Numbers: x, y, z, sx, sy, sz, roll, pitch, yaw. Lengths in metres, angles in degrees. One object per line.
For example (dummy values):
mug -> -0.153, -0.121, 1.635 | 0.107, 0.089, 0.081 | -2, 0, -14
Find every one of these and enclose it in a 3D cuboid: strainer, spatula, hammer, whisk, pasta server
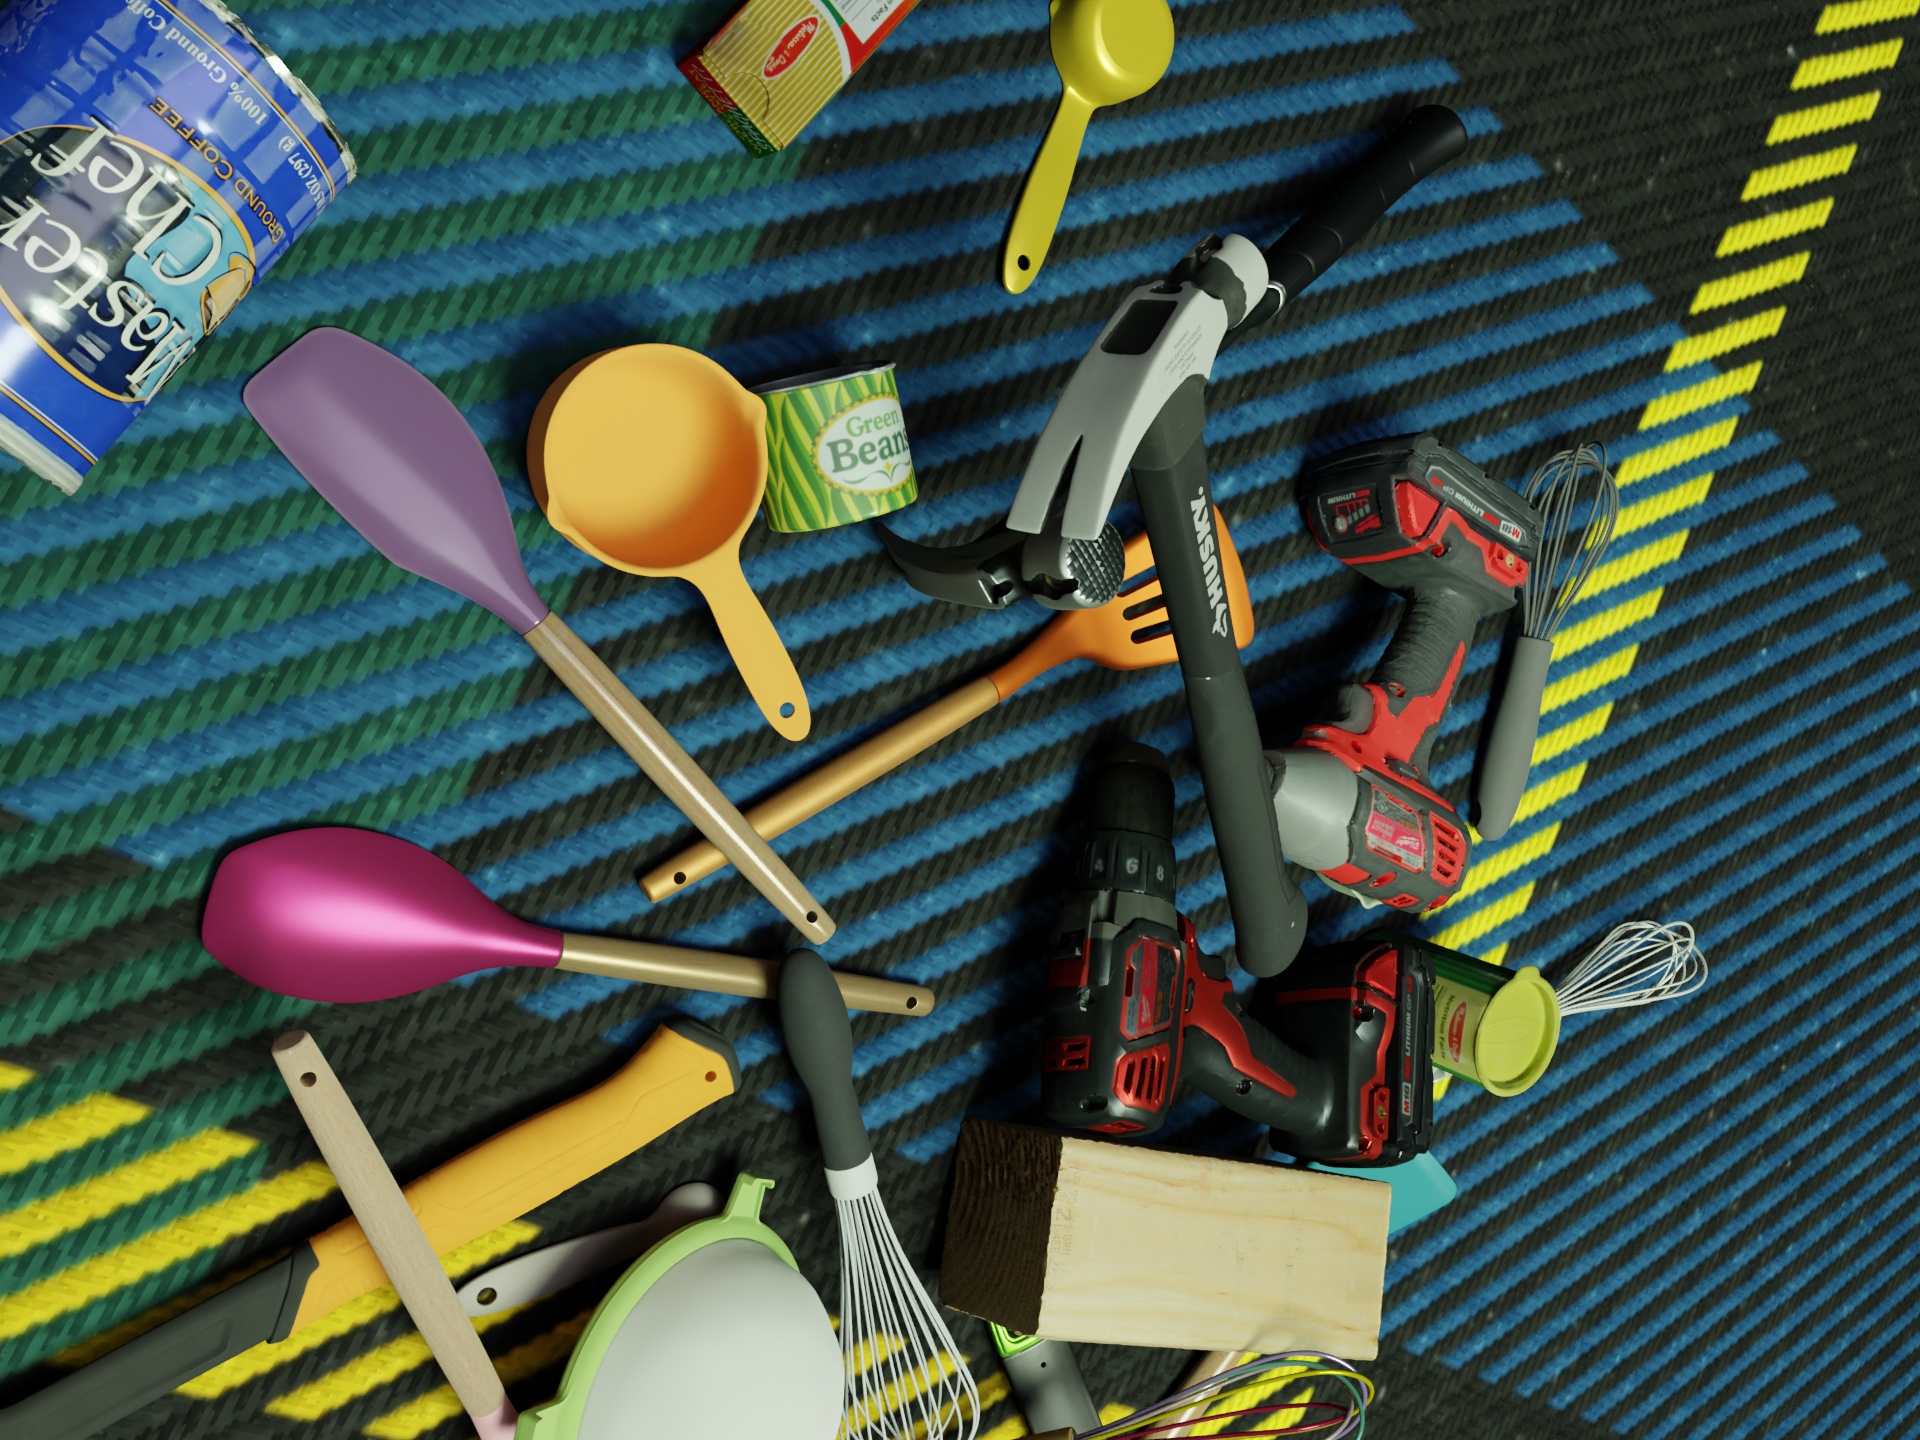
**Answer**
strainer -> -0.084, 0.338, 0.695 | 0.151, 0.069, 0.256 | -43, 128, -42
spatula -> -0.001, -0.002, 0.727 | 0.322, 0.041, 0.081 | -31, 113, -23
hammer -> 0.121, -0.181, 0.740 | 0.409, 0.149, 0.036 | -46, 119, -28
spatula -> 0.149, 0.353, 0.876 | 0.082, 0.044, 0.317 | 45, 75, -13
whisk -> -0.044, 0.233, 0.723 | 0.070, 0.070, 0.284 | -20, 107, -28
pasta server -> -0.197, 0.242, 0.617 | 0.060, 0.040, 0.316 | -30, 121, -27
whisk -> 0.368, 0.176, 0.982 | 0.246, 0.059, 0.057 | -17, 134, -24
spatula -> -0.150, -0.022, 0.633 | 0.060, 0.018, 0.315 | -46, 112, -18
whisk -> 0.078, 0.348, 0.760 | 0.047, 0.245, 0.051 | 49, 26, -64
hammer -> 0.101, -0.011, 0.645 | 0.146, 0.035, 0.334 | -51, 139, -33
hammer -> -0.235, 0.217, 0.623 | 0.337, 0.034, 0.127 | -26, 110, -26
whisk -> 0.336, -0.045, 0.925 | 0.055, 0.055, 0.239 | 7, 98, -32

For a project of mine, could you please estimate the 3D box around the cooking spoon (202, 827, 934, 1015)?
cooking spoon -> -0.145, 0.099, 0.667 | 0.318, 0.017, 0.069 | 14, 91, -33

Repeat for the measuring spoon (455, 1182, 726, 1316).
measuring spoon -> -0.155, 0.232, 0.683 | 0.124, 0.018, 0.034 | -12, 105, -30

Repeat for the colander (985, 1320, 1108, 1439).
colander -> 0.103, 0.466, 0.808 | 0.204, 0.094, 0.397 | -24, 102, -15

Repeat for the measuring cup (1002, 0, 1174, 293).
measuring cup -> 0.055, -0.267, 0.723 | 0.062, 0.029, 0.156 | 23, 84, -32

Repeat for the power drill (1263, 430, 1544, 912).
power drill -> 0.211, -0.025, 0.806 | 0.143, 0.078, 0.220 | 24, 74, -29

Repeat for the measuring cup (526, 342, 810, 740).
measuring cup -> -0.109, -0.068, 0.642 | 0.095, 0.052, 0.173 | -33, 117, -17

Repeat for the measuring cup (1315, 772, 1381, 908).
measuring cup -> 0.186, 0.048, 0.854 | 0.167, 0.038, 0.083 | 18, 88, -30

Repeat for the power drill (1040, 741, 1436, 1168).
power drill -> 0.138, 0.125, 0.801 | 0.226, 0.080, 0.188 | 21, 65, -32
